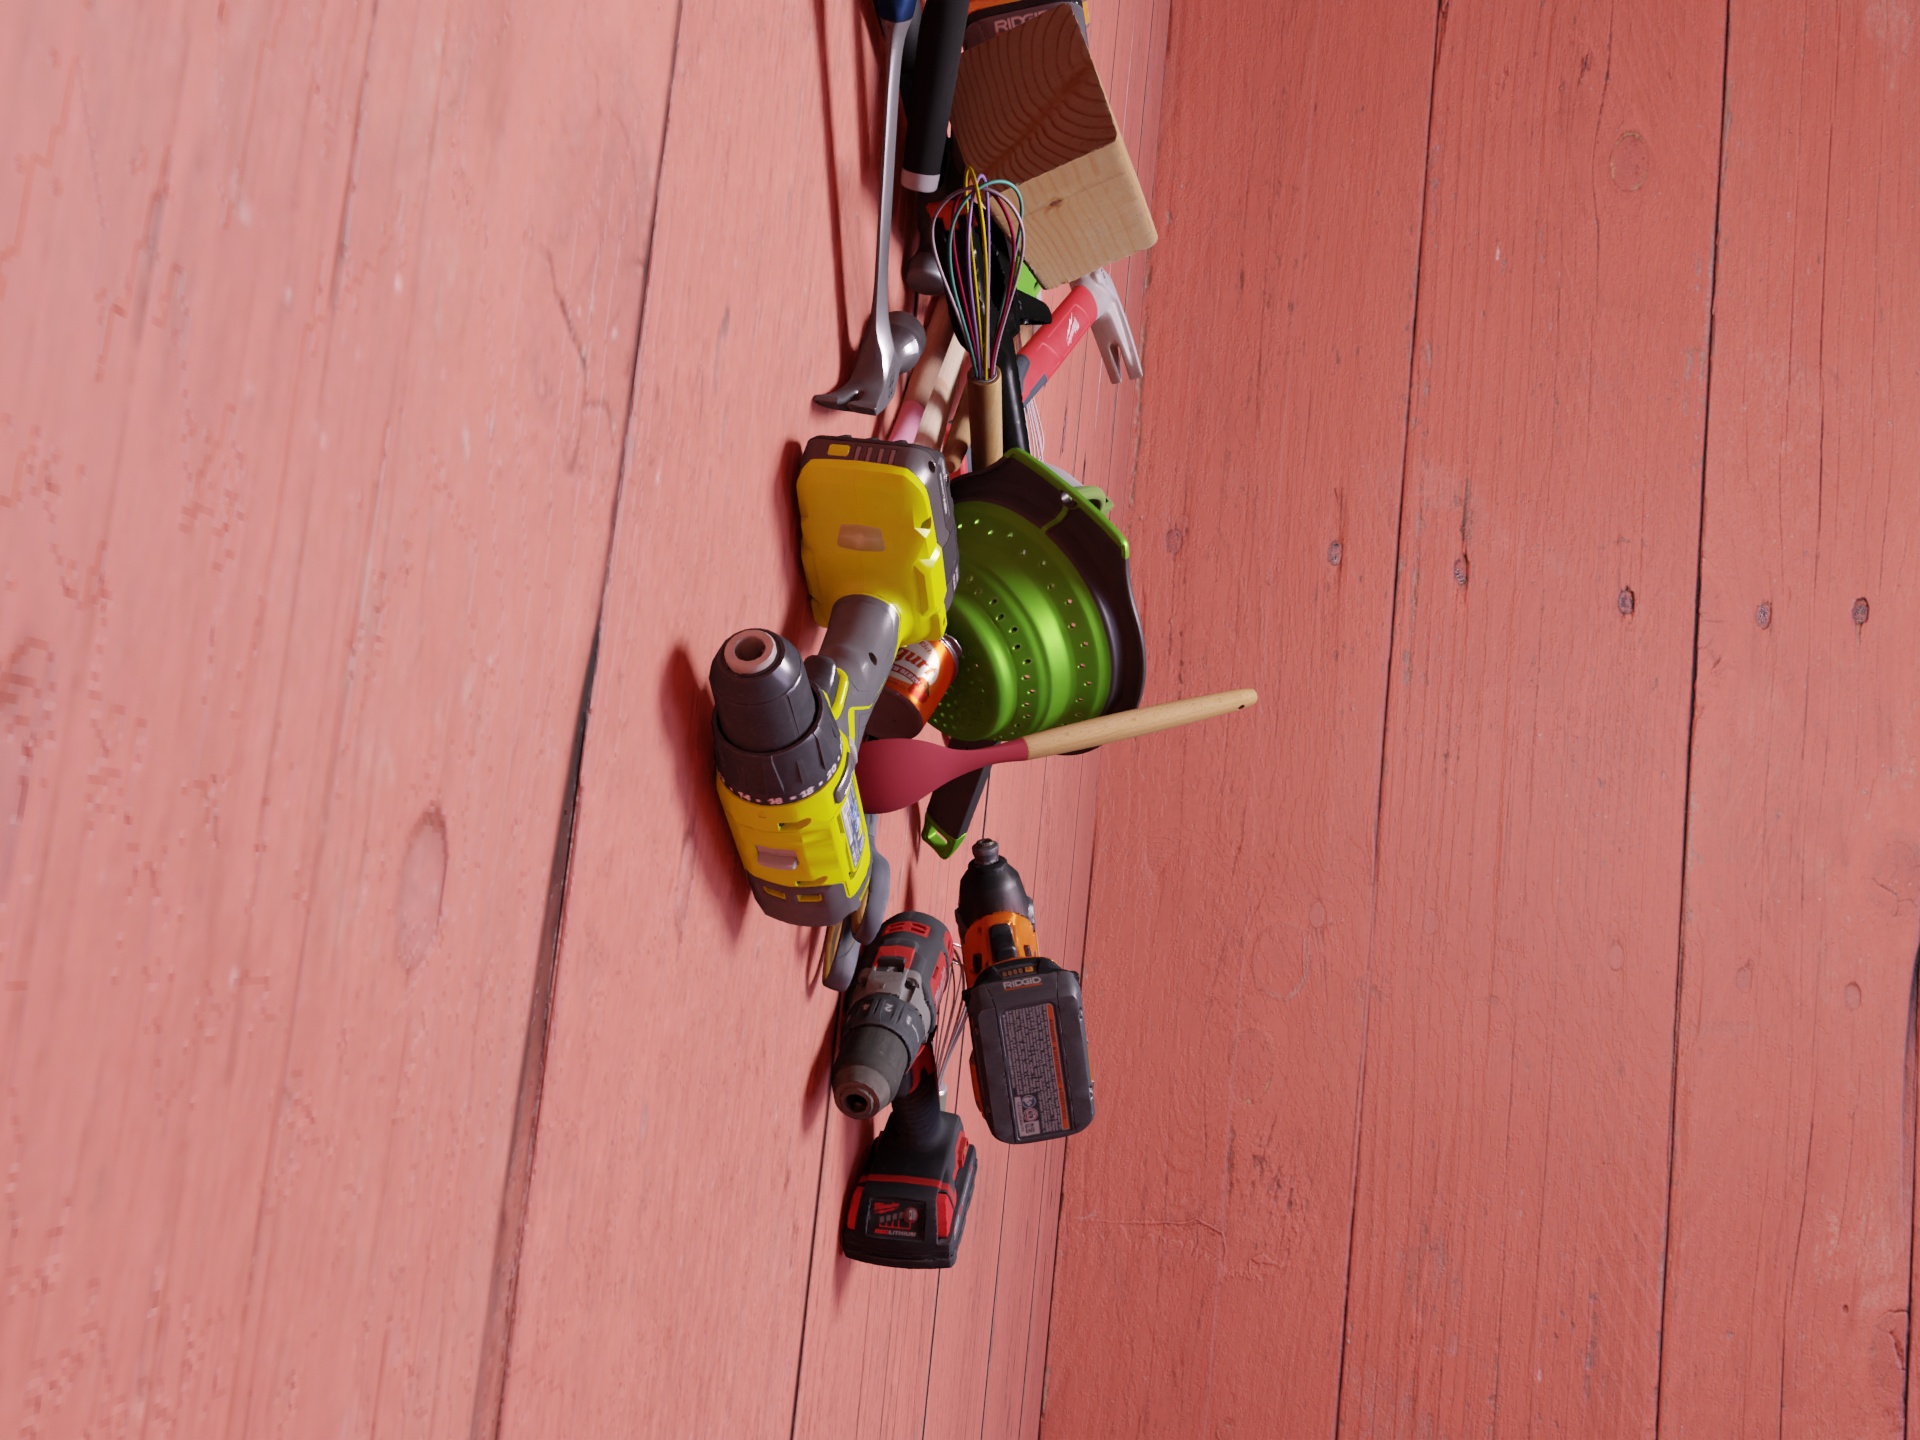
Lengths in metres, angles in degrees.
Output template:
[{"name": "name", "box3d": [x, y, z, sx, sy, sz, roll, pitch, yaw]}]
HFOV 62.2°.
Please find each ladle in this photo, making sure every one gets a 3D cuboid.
[{"name": "ladle", "box3d": [0.059, 0.013, 0.993, 0.031, 0.315, 0.069, 62, -31, 28]}]

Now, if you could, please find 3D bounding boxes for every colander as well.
[{"name": "colander", "box3d": [-0.002, -0.004, 1.109, 0.094, 0.205, 0.396, -33, 156, -34]}]

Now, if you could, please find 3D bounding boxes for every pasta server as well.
[{"name": "pasta server", "box3d": [-0.017, -0.223, 1.036, 0.060, 0.040, 0.316, 66, 33, -50]}]

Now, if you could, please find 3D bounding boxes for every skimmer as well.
[{"name": "skimmer", "box3d": [0.022, -0.448, 0.818, 0.090, 0.127, 0.363, 46, -45, 43]}]

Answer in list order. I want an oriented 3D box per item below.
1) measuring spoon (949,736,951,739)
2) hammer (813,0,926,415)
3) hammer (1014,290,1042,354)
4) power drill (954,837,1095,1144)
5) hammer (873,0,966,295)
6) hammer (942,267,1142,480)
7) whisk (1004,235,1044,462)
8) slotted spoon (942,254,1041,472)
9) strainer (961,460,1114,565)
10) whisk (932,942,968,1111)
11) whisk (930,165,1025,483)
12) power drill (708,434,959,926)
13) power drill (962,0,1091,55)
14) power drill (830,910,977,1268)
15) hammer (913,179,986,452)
[{"name": "measuring spoon", "box3d": [-0.005, 0.018, 1.380, 0.124, 0.018, 0.034, 58, 37, -63]}, {"name": "hammer", "box3d": [-0.034, -0.349, 0.817, 0.144, 0.035, 0.405, -71, 169, -54]}, {"name": "hammer", "box3d": [0.043, -0.271, 1.454, 0.130, 0.031, 0.331, 66, 30, -70]}, {"name": "power drill", "box3d": [0.037, 0.191, 1.171, 0.227, 0.084, 0.164, -112, -167, -75]}, {"name": "hammer", "box3d": [-0.032, -0.400, 0.935, 0.330, 0.033, 0.128, 70, 27, -68]}, {"name": "hammer", "box3d": [0.062, -0.271, 1.294, 0.143, 0.038, 0.386, 65, 34, -25]}, {"name": "whisk", "box3d": [0.039, -0.316, 1.360, 0.070, 0.070, 0.285, 47, 43, -77]}, {"name": "slotted spoon", "box3d": [0.025, -0.269, 1.155, 0.314, 0.031, 0.070, -73, 167, -46]}, {"name": "strainer", "box3d": [0.024, -0.166, 1.227, 0.069, 0.151, 0.256, 58, 10, 12]}, {"name": "whisk", "box3d": [-0.023, 0.297, 1.320, 0.057, 0.059, 0.246, -5, 108, -36]}, {"name": "whisk", "box3d": [0.014, -0.232, 0.976, 0.051, 0.047, 0.244, -36, 150, -21]}, {"name": "power drill", "box3d": [-0.065, -0.036, 0.797, 0.190, 0.080, 0.229, 83, 18, -52]}, {"name": "power drill", "box3d": [0.034, -0.519, 1.065, 0.185, 0.084, 0.226, 21, 60, -82]}, {"name": "power drill", "box3d": [-0.043, 0.267, 1.085, 0.188, 0.080, 0.226, -67, 157, -63]}, {"name": "hammer", "box3d": [0.000, -0.301, 1.171, 0.146, 0.038, 0.411, 84, 15, -54]}]
